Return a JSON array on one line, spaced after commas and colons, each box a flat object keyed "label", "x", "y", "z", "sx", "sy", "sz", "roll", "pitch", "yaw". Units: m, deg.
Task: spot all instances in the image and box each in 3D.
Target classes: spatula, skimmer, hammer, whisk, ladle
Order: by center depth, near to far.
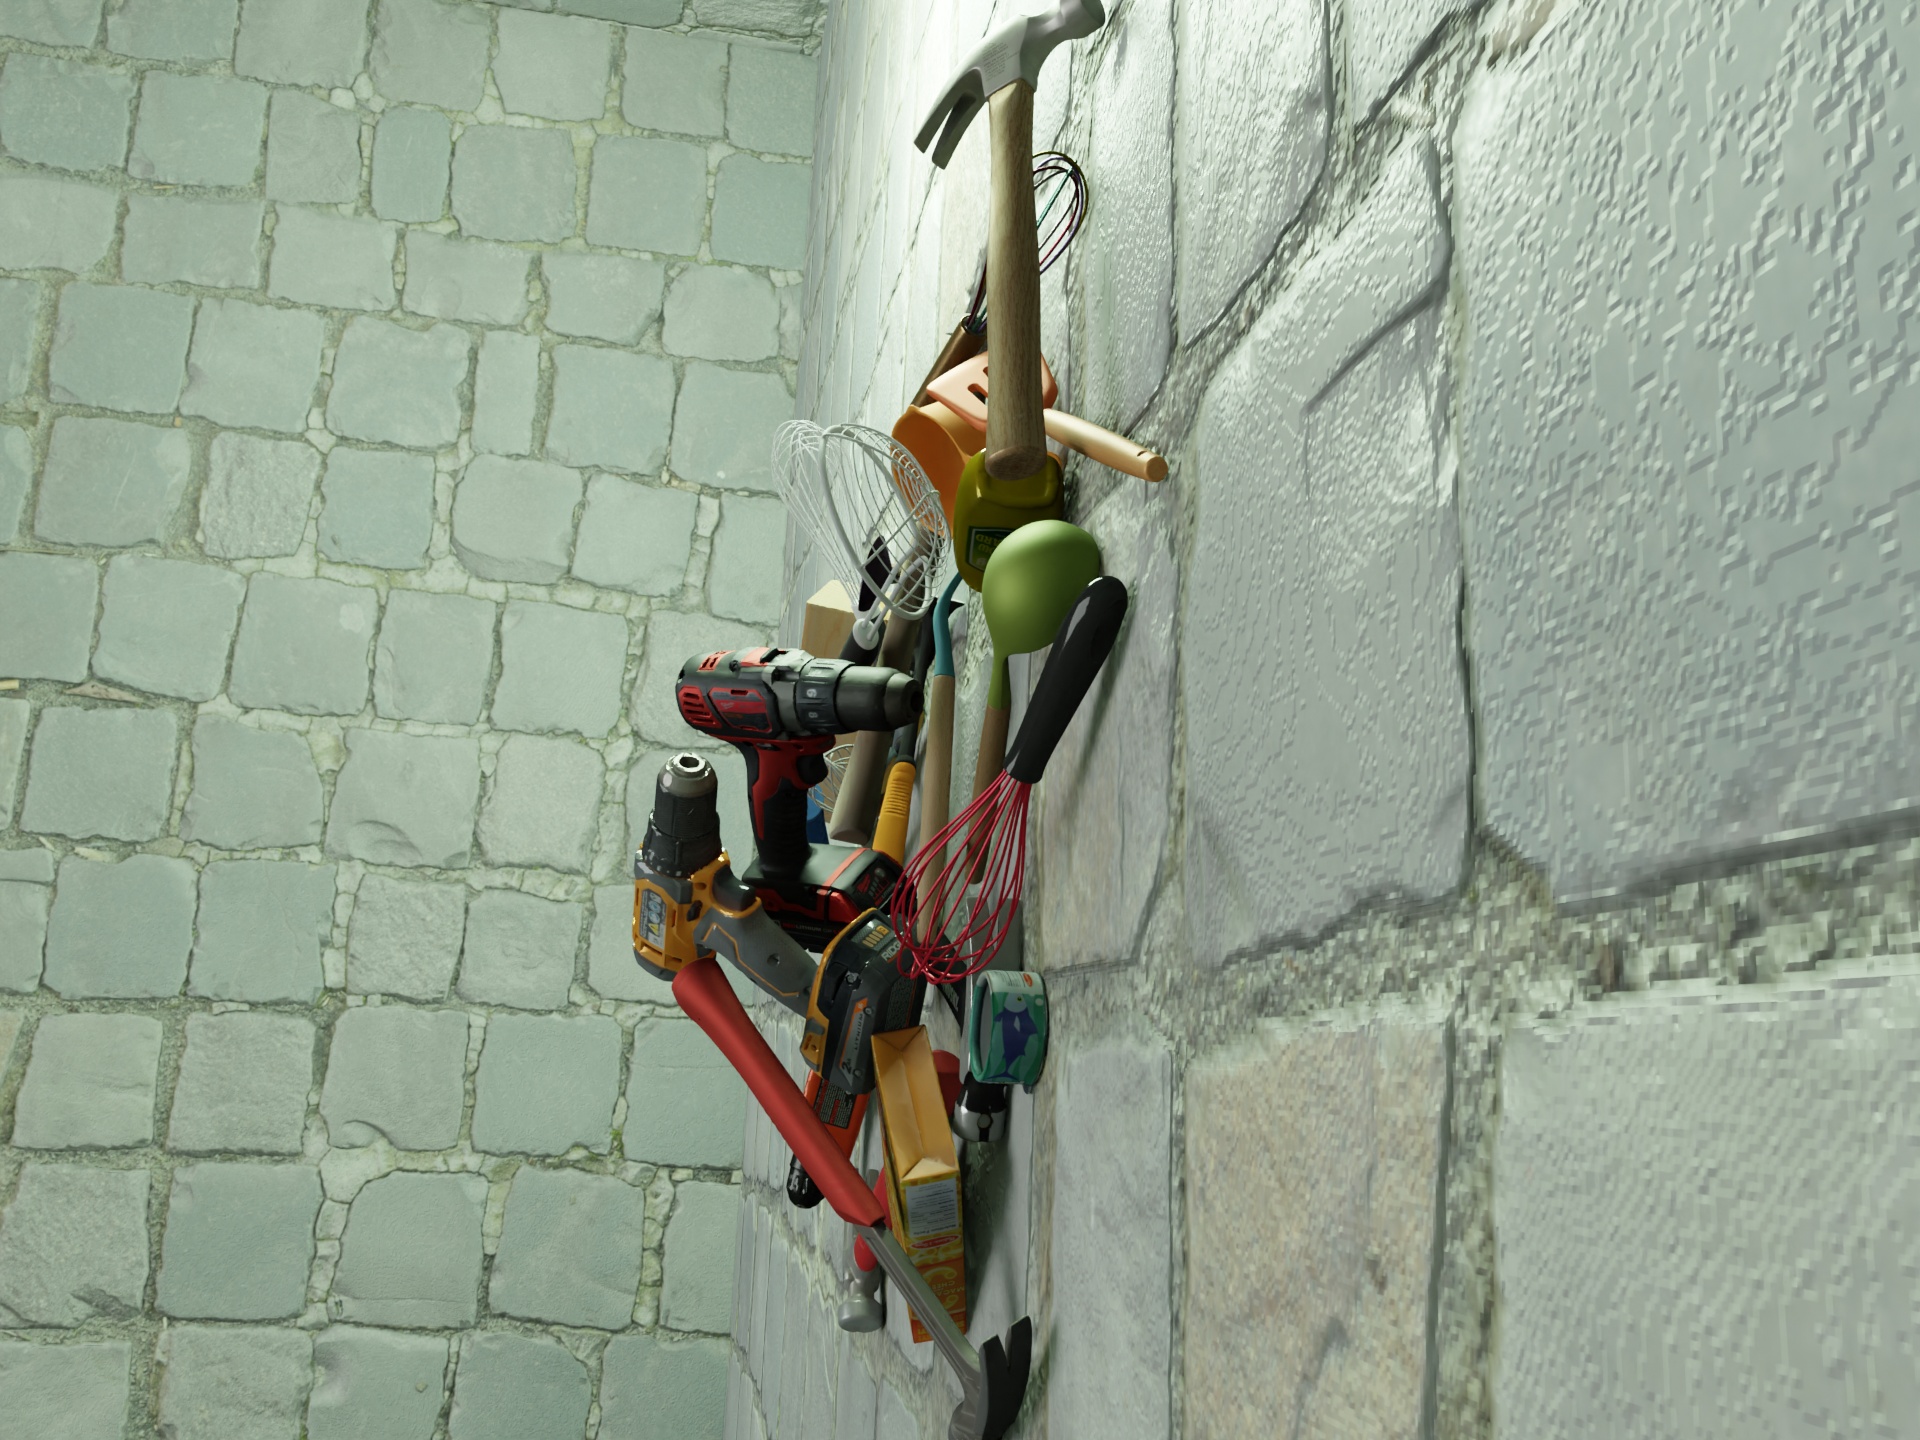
[{"label": "whisk", "x": 0.027, "y": 0.042, "z": 0.886, "sx": 0.073, "sy": 0.073, "sz": 0.295, "roll": -99, "pitch": 28, "yaw": -52}, {"label": "spatula", "x": 0.054, "y": -0.176, "z": 0.913, "sx": 0.041, "sy": 0.081, "sz": 0.323, "roll": 64, "pitch": 176, "yaw": -22}, {"label": "hammer", "x": 0.028, "y": -0.282, "z": 0.927, "sx": 0.130, "sy": 0.031, "sz": 0.332, "roll": -20, "pitch": 57, "yaw": 34}, {"label": "hammer", "x": -0.078, "y": 0.271, "z": 0.972, "sx": 0.359, "sy": 0.036, "sz": 0.149, "roll": 46, "pitch": 146, "yaw": 35}, {"label": "ladle", "x": 0.034, "y": 0.005, "z": 0.989, "sx": 0.319, "sy": 0.062, "sz": 0.078, "roll": 97, "pitch": 170, "yaw": -49}, {"label": "whisk", "x": 0.017, "y": -0.279, "z": 1.052, "sx": 0.245, "sy": 0.047, "sz": 0.051, "roll": 130, "pitch": 155, "yaw": -49}, {"label": "skimmer", "x": -0.080, "y": -0.078, "z": 1.086, "sx": 0.363, "sy": 0.090, "sz": 0.127, "roll": 127, "pitch": 129, "yaw": -66}, {"label": "spatula", "x": -0.002, "y": -0.003, "z": 1.095, "sx": 0.082, "sy": 0.044, "sz": 0.318, "roll": 133, "pitch": 143, "yaw": -70}, {"label": "hammer", "x": -0.010, "y": 0.171, "z": 1.126, "sx": 0.335, "sy": 0.035, "sz": 0.146, "roll": -154, "pitch": 68, "yaw": -79}, {"label": "hammer", "x": -0.036, "y": -0.104, "z": 1.211, "sx": 0.146, "sy": 0.038, "sz": 0.410, "roll": -125, "pitch": 50, "yaw": -72}, {"label": "hammer", "x": -0.052, "y": 0.349, "z": 1.258, "sx": 0.386, "sy": 0.038, "sz": 0.143, "roll": 108, "pitch": 165, "yaw": -49}, {"label": "hammer", "x": -0.049, "y": 0.066, "z": 1.263, "sx": 0.127, "sy": 0.034, "sz": 0.337, "roll": 123, "pitch": 157, "yaw": -69}, {"label": "spatula", "x": -0.056, "y": -0.125, "z": 1.330, "sx": 0.316, "sy": 0.018, "sz": 0.060, "roll": -49, "pitch": -30, "yaw": -82}, {"label": "whisk", "x": -0.093, "y": -0.124, "z": 1.351, "sx": 0.070, "sy": 0.070, "sz": 0.284, "roll": -107, "pitch": -3, "yaw": -63}, {"label": "whisk", "x": -0.086, "y": 0.082, "z": 1.363, "sx": 0.058, "sy": 0.059, "sz": 0.246, "roll": -48, "pitch": -25, "yaw": -14}, {"label": "hammer", "x": -0.127, "y": 0.172, "z": 1.508, "sx": 0.405, "sy": 0.035, "sz": 0.144, "roll": 87, "pitch": -178, "yaw": -56}]

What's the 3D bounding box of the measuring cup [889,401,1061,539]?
[{"label": "measuring cup", "x": 0.024, "y": -0.172, "z": 1.050, "sx": 0.174, "sy": 0.052, "sz": 0.095, "roll": 7, "pitch": 118, "yaw": 52}]

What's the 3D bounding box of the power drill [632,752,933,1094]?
[{"label": "power drill", "x": -0.132, "y": 0.135, "z": 1.099, "sx": 0.084, "sy": 0.226, "sz": 0.185, "roll": -37, "pitch": -34, "yaw": -48}]

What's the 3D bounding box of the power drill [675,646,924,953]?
[{"label": "power drill", "x": -0.095, "y": 0.054, "z": 1.129, "sx": 0.080, "sy": 0.188, "sz": 0.226, "roll": -45, "pitch": -50, "yaw": -50}]
